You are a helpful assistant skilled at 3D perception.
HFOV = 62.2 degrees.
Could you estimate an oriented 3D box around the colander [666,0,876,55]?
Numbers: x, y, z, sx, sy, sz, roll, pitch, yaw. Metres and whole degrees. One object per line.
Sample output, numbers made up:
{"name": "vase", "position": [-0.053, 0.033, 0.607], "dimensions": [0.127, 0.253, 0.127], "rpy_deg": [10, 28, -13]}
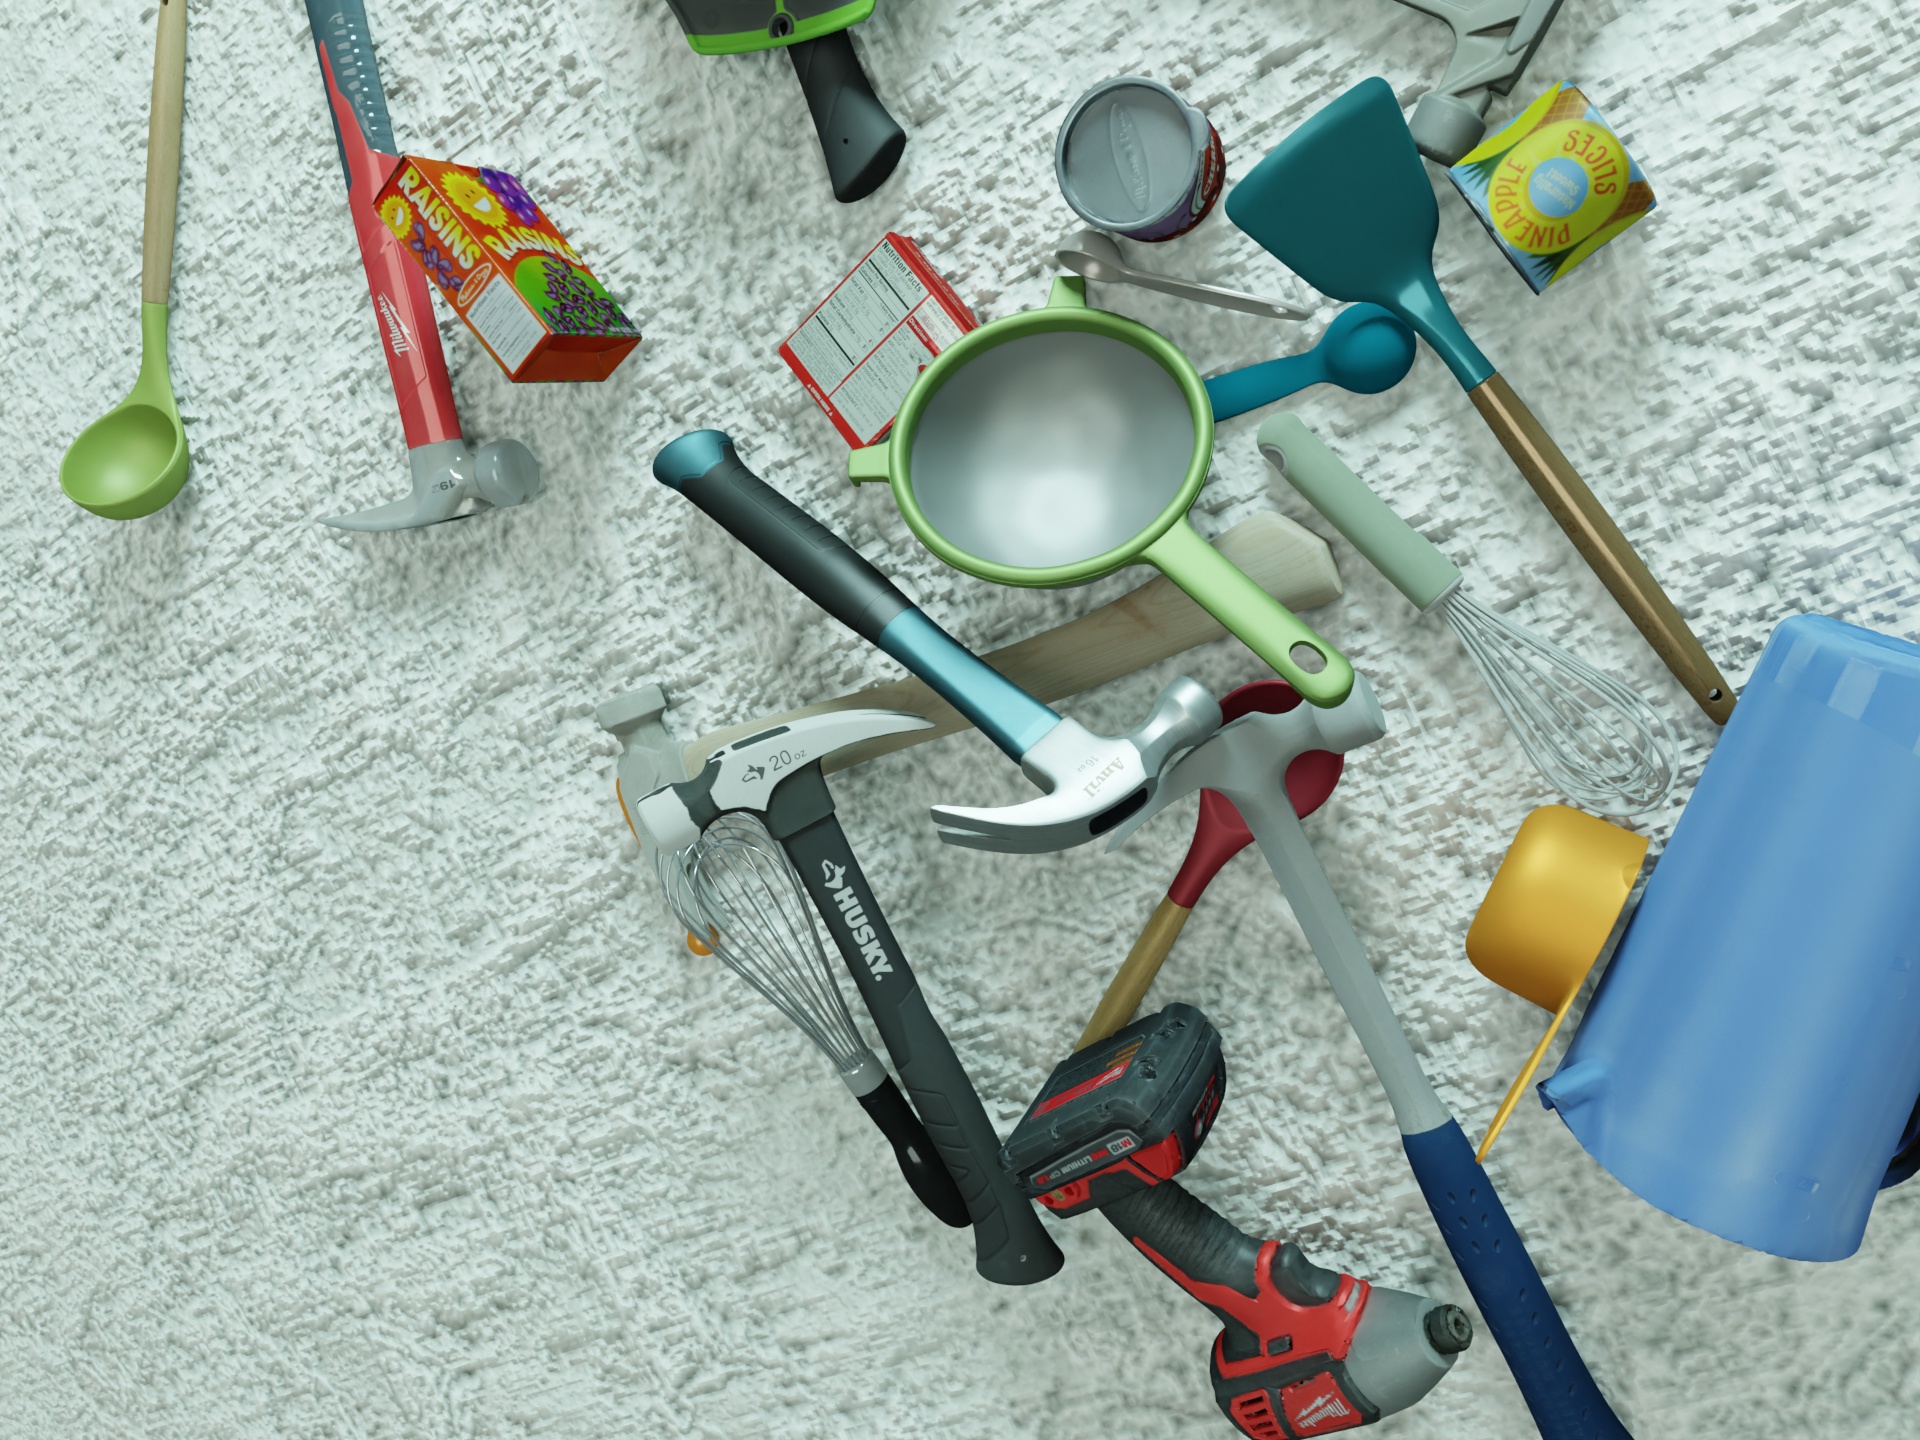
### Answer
{"name": "colander", "position": [-0.121, -0.511, 0.696], "dimensions": [0.204, 0.094, 0.397], "rpy_deg": [-1, 101, 25]}

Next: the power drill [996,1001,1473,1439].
{"name": "power drill", "position": [0.136, 0.253, 0.774], "dimensions": [0.219, 0.078, 0.143], "rpy_deg": [49, 132, -3]}

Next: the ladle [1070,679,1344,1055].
{"name": "ladle", "position": [0.101, 0.113, 0.811], "dimensions": [0.069, 0.031, 0.315], "rpy_deg": [32, 112, 13]}

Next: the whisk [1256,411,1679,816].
{"name": "whisk", "position": [0.226, -0.052, 0.721], "dimensions": [0.059, 0.057, 0.246], "rpy_deg": [-41, 79, -11]}

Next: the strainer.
{"name": "strainer", "position": [0.080, -0.083, 0.734], "dimensions": [0.151, 0.069, 0.256], "rpy_deg": [-42, 67, -9]}

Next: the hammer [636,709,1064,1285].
{"name": "hammer", "position": [-0.024, 0.150, 0.815], "dimensions": [0.146, 0.035, 0.334], "rpy_deg": [-28, 105, -9]}

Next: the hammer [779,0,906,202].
{"name": "hammer", "position": [-0.118, -0.455, 0.780], "dimensions": [0.149, 0.036, 0.409], "rpy_deg": [-18, 94, 25]}

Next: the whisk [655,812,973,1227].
{"name": "whisk", "position": [-0.071, 0.164, 0.854], "dimensions": [0.070, 0.070, 0.284], "rpy_deg": [-26, 105, 24]}

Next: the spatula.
{"name": "spatula", "position": [0.240, -0.124, 0.688], "dimensions": [0.082, 0.044, 0.317], "rpy_deg": [-37, 91, 17]}

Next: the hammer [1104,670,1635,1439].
{"name": "hammer", "position": [0.211, 0.183, 0.756], "dimensions": [0.144, 0.035, 0.405], "rpy_deg": [-25, 95, 25]}

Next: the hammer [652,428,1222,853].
{"name": "hammer", "position": [-0.038, -0.053, 0.777], "dimensions": [0.128, 0.033, 0.331], "rpy_deg": [-42, 60, -16]}

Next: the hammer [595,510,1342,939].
{"name": "hammer", "position": [-0.001, -0.003, 0.823], "dimensions": [0.410, 0.038, 0.146], "rpy_deg": [-19, 95, 24]}

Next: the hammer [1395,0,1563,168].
{"name": "hammer", "position": [0.098, -0.385, 0.706], "dimensions": [0.359, 0.037, 0.149], "rpy_deg": [30, 110, 14]}

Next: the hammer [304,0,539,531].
{"name": "hammer", "position": [-0.343, -0.302, 0.900], "dimensions": [0.143, 0.038, 0.386], "rpy_deg": [-8, 98, 25]}

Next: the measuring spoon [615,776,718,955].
{"name": "measuring spoon", "position": [-0.173, 0.085, 0.922], "dimensions": [0.021, 0.011, 0.117], "rpy_deg": [-26, 90, 24]}

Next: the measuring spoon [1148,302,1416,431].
{"name": "measuring spoon", "position": [0.146, -0.159, 0.739], "dimensions": [0.128, 0.021, 0.042], "rpy_deg": [-16, 94, 22]}

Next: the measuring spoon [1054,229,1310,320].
{"name": "measuring spoon", "position": [0.105, -0.209, 0.746], "dimensions": [0.124, 0.034, 0.018], "rpy_deg": [18, 89, 13]}

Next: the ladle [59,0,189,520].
{"name": "ladle", "position": [-0.492, -0.279, 0.956], "dimensions": [0.078, 0.062, 0.320], "rpy_deg": [14, 103, 16]}

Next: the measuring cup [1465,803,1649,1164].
{"name": "measuring cup", "position": [0.238, 0.109, 0.685], "dimensions": [0.052, 0.174, 0.095], "rpy_deg": [28, 149, 20]}
